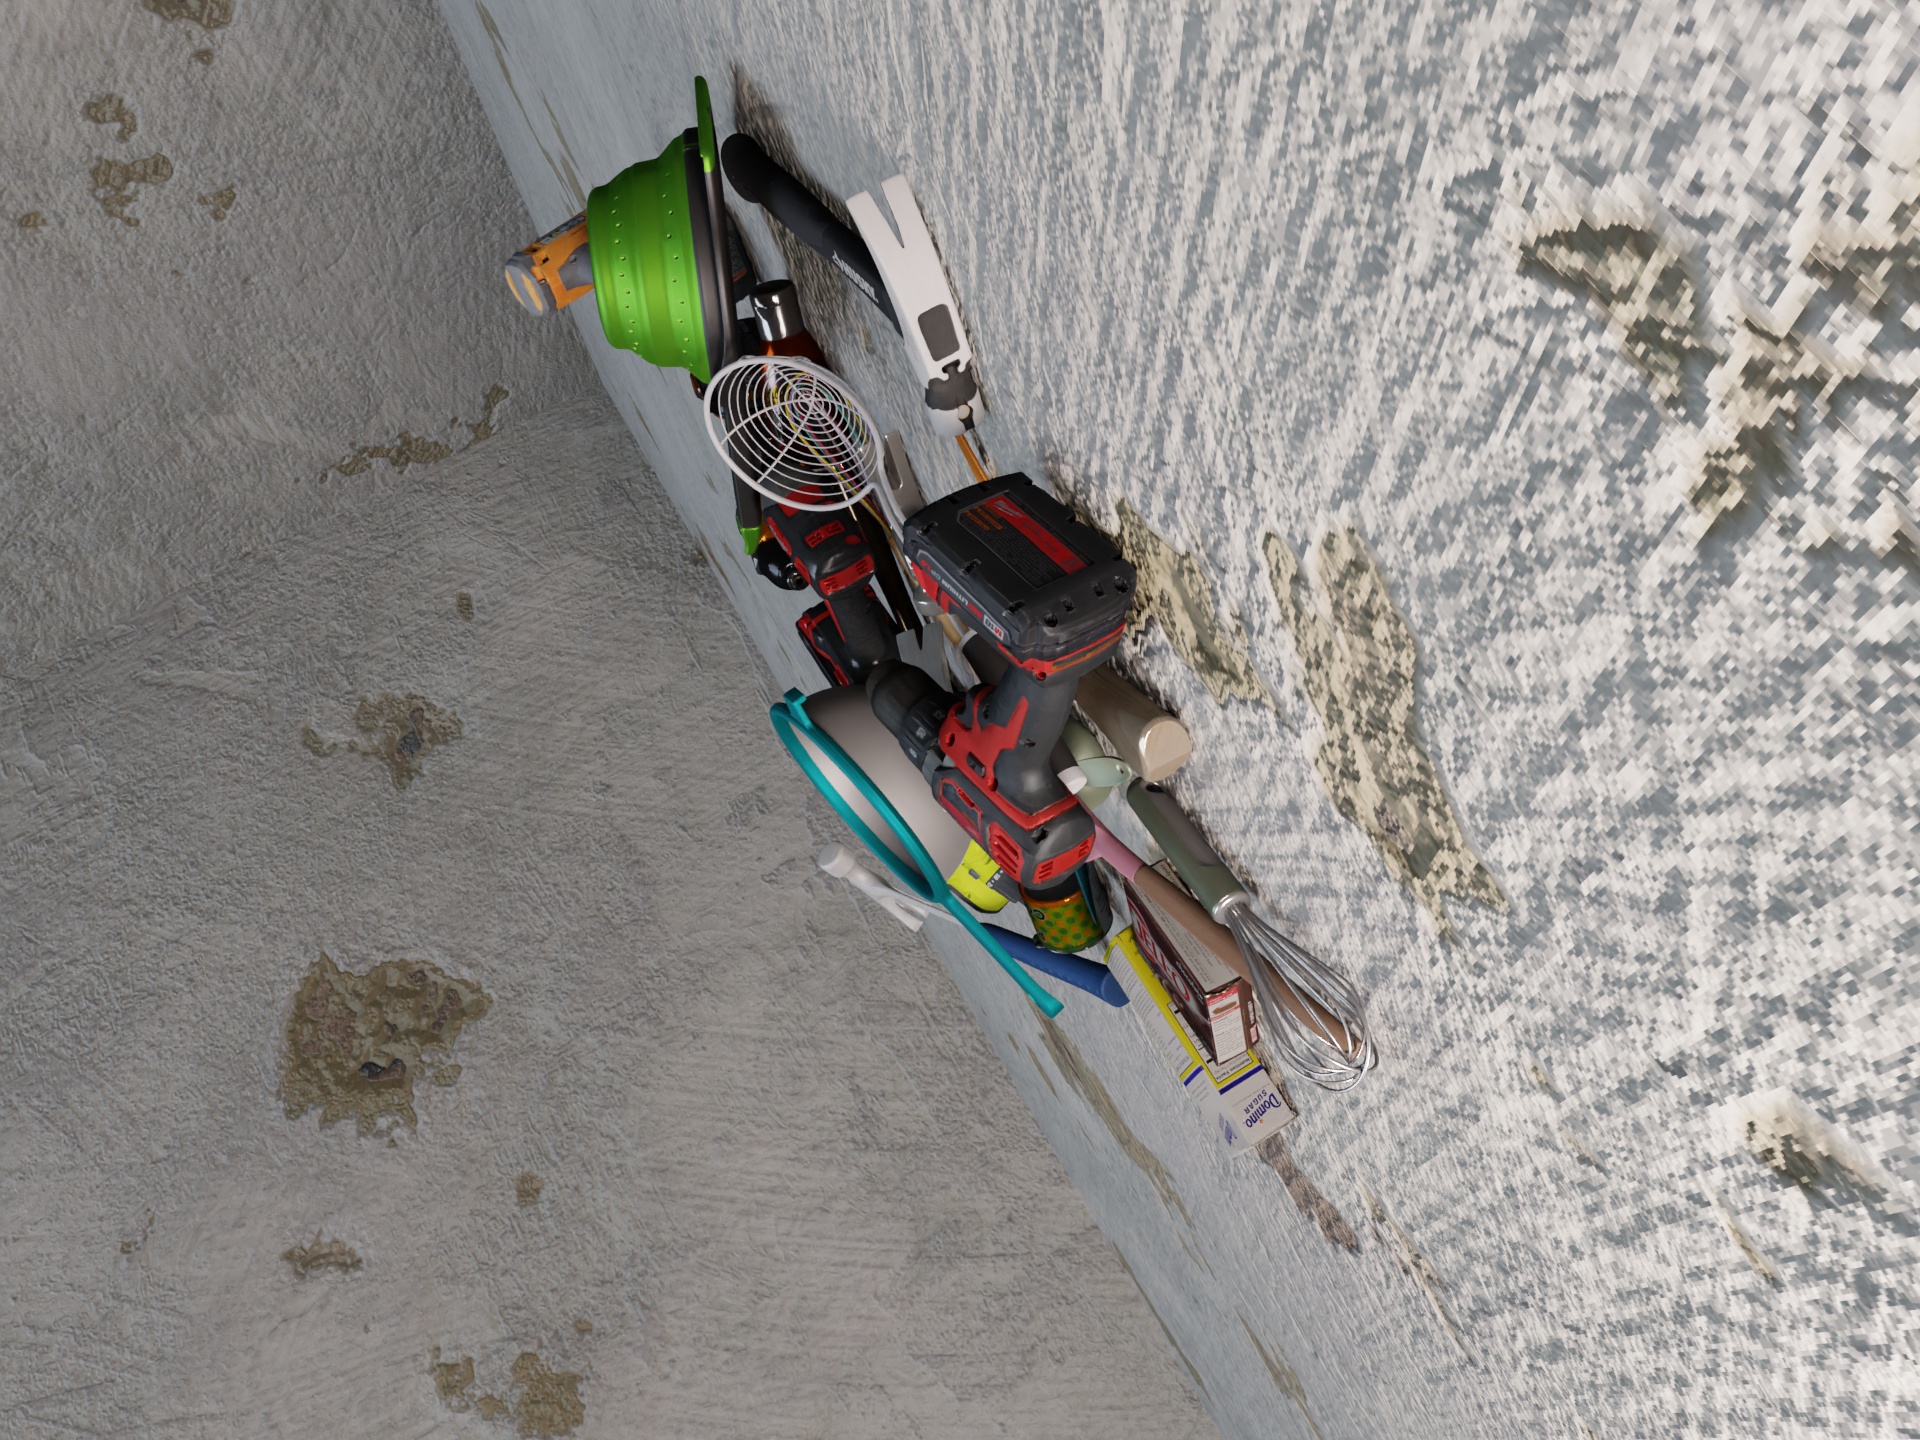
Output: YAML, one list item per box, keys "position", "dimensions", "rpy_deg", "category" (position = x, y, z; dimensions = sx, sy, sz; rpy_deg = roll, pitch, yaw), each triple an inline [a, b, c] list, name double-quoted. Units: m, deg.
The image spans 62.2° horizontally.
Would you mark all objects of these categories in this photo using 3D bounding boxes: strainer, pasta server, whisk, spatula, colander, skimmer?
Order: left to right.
- position: [-0.210, -0.270, 1.185]
  dimensions: [0.396, 0.094, 0.205]
  rpy_deg: [90, 171, -51]
  category: "colander"
- position: [-0.064, -0.164, 1.252]
  dimensions: [0.051, 0.047, 0.245]
  rpy_deg: [-25, 102, 37]
  category: "whisk"
- position: [-0.046, -0.091, 1.032]
  dimensions: [0.364, 0.090, 0.127]
  rpy_deg: [57, 146, 21]
  category: "skimmer"
- position: [-0.011, 0.089, 1.299]
  dimensions: [0.340, 0.095, 0.211]
  rpy_deg: [47, 168, 3]
  category: "strainer"
- position: [0.037, 0.061, 1.340]
  dimensions: [0.318, 0.044, 0.082]
  rpy_deg: [38, 156, 53]
  category: "spatula"
- position: [0.123, 0.113, 0.976]
  dimensions: [0.317, 0.040, 0.060]
  rpy_deg: [39, 149, 44]
  category: "pasta server"
- position: [0.159, 0.112, 0.904]
  dimensions: [0.247, 0.057, 0.059]
  rpy_deg: [56, 136, 44]
  category: "whisk"

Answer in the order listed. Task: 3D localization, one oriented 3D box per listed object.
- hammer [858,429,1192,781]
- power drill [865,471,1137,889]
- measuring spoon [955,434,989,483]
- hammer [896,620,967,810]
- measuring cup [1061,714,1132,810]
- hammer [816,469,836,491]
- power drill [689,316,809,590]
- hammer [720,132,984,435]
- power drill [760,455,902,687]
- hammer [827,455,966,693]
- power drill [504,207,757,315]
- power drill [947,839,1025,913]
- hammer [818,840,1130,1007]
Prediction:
- position: [0.033, -0.075, 1.042]
  dimensions: [0.411, 0.038, 0.146]
  rpy_deg: [46, 161, 57]
  category: "hammer"
- position: [0.011, -0.029, 0.918]
  dimensions: [0.188, 0.080, 0.226]
  rpy_deg: [45, 147, 32]
  category: "power drill"
- position: [0.015, -0.156, 0.986]
  dimensions: [0.116, 0.011, 0.021]
  rpy_deg: [60, 171, -18]
  category: "measuring spoon"
- position: [-0.002, -0.004, 1.209]
  dimensions: [0.331, 0.033, 0.128]
  rpy_deg: [-2, -105, -85]
  category: "hammer"
- position: [0.088, 0.026, 1.056]
  dimensions: [0.083, 0.038, 0.167]
  rpy_deg: [59, 162, -7]
  category: "measuring cup"
- position: [-0.100, -0.051, 1.577]
  dimensions: [0.149, 0.036, 0.408]
  rpy_deg: [-132, 29, -64]
  category: "hammer"
- position: [-0.177, -0.231, 1.438]
  dimensions: [0.164, 0.084, 0.226]
  rpy_deg: [-120, 17, -54]
  category: "power drill"
- position: [-0.084, -0.306, 0.989]
  dimensions: [0.335, 0.035, 0.146]
  rpy_deg: [52, 168, 46]
  category: "hammer"
- position: [-0.106, -0.116, 1.315]
  dimensions: [0.143, 0.078, 0.219]
  rpy_deg: [55, 170, 32]
  category: "power drill"
- position: [-0.074, -0.150, 1.407]
  dimensions: [0.130, 0.031, 0.331]
  rpy_deg: [44, 160, 61]
  category: "hammer"
- position: [-0.274, -0.412, 1.398]
  dimensions: [0.226, 0.185, 0.084]
  rpy_deg: [25, 147, 42]
  category: "power drill"
- position: [0.021, 0.123, 1.489]
  dimensions: [0.190, 0.080, 0.228]
  rpy_deg: [41, 171, 3]
  category: "power drill"
- position: [0.020, 0.203, 1.539]
  dimensions: [0.143, 0.035, 0.406]
  rpy_deg: [40, 164, -36]
  category: "hammer"
